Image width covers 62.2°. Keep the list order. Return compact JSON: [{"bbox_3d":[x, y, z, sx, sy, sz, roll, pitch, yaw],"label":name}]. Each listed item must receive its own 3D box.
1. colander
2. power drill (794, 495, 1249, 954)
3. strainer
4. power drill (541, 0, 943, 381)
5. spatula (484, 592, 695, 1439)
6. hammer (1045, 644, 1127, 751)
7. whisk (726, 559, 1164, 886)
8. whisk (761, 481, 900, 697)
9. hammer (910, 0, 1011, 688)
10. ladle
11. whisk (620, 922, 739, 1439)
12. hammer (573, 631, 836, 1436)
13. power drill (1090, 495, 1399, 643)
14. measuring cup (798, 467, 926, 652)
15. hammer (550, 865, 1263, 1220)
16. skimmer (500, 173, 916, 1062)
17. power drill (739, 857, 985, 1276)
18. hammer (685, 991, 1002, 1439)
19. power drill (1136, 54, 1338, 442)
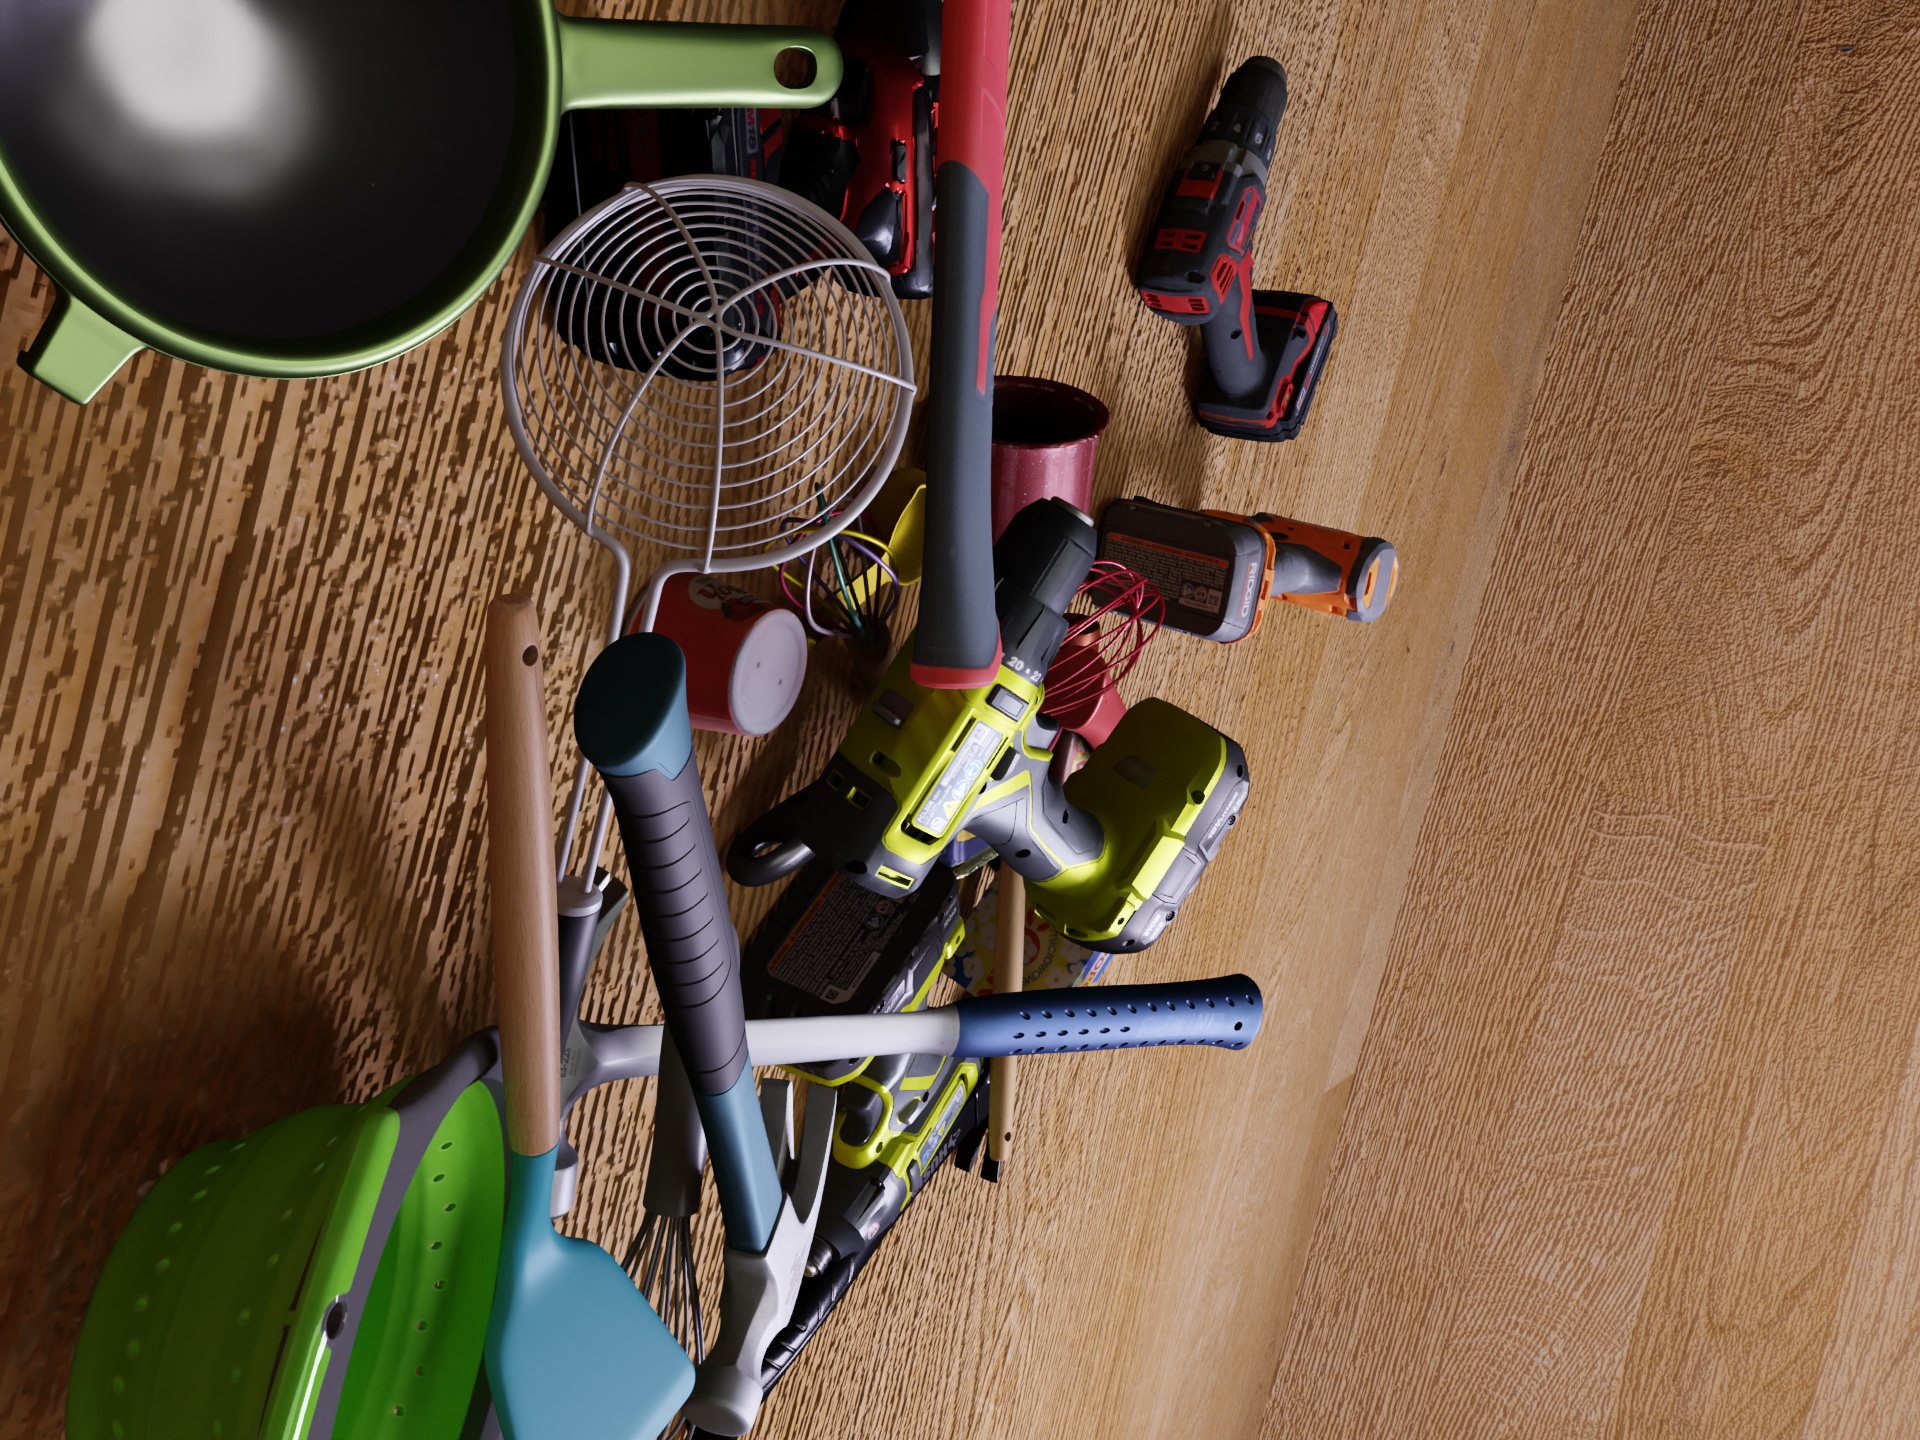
[{"bbox_3d":[-0.206,0.229,0.565,0.396,0.094,0.205,94,4,-63],"label":"colander"},{"bbox_3d":[0.046,0.013,0.772,0.228,0.080,0.190,31,93,-48],"label":"power drill"},{"bbox_3d":[-0.144,-0.180,0.430,0.256,0.069,0.151,-22,125,-44],"label":"strainer"},{"bbox_3d":[-0.063,-0.220,0.612,0.220,0.078,0.143,-44,141,-52],"label":"power drill"},{"bbox_3d":[-0.122,0.112,0.488,0.082,0.044,0.317,-35,136,-52],"label":"spatula"},{"bbox_3d":[0.117,0.023,1.066,0.358,0.037,0.149,52,53,-64],"label":"hammer"},{"bbox_3d":[-0.001,-0.003,0.817,0.296,0.073,0.073,-35,137,-28],"label":"whisk"},{"bbox_3d":[-0.049,-0.046,0.724,0.047,0.051,0.245,-27,166,-4],"label":"whisk"},{"bbox_3d":[-0.003,-0.203,0.611,0.143,0.038,0.386,-17,111,-65],"label":"hammer"},{"bbox_3d":[0.033,0.108,0.974,0.069,0.031,0.315,9,82,-42],"label":"ladle"},{"bbox_3d":[-0.120,0.195,0.646,0.055,0.055,0.239,3,97,-65],"label":"whisk"},{"bbox_3d":[-0.087,0.113,0.559,0.128,0.033,0.330,-71,163,-48],"label":"hammer"},{"bbox_3d":[0.190,-0.112,1.128,0.226,0.164,0.084,-9,112,-50],"label":"power drill"},{"bbox_3d":[-0.060,-0.068,0.770,0.156,0.029,0.062,-44,151,-28],"label":"measuring cup"},{"bbox_3d":[-0.012,0.141,0.750,0.405,0.035,0.144,4,101,-35],"label":"hammer"},{"bbox_3d":[-0.117,-0.002,0.557,0.090,0.127,0.363,-83,-168,-60],"label":"skimmer"},{"bbox_3d":[-0.052,0.187,0.865,0.171,0.080,0.223,-54,151,-38],"label":"power drill"},{"bbox_3d":[-0.056,0.313,0.975,0.335,0.035,0.146,-42,139,-49],"label":"hammer"},{"bbox_3d":[0.197,-0.317,1.097,0.226,0.080,0.188,45,63,-58],"label":"power drill"}]
